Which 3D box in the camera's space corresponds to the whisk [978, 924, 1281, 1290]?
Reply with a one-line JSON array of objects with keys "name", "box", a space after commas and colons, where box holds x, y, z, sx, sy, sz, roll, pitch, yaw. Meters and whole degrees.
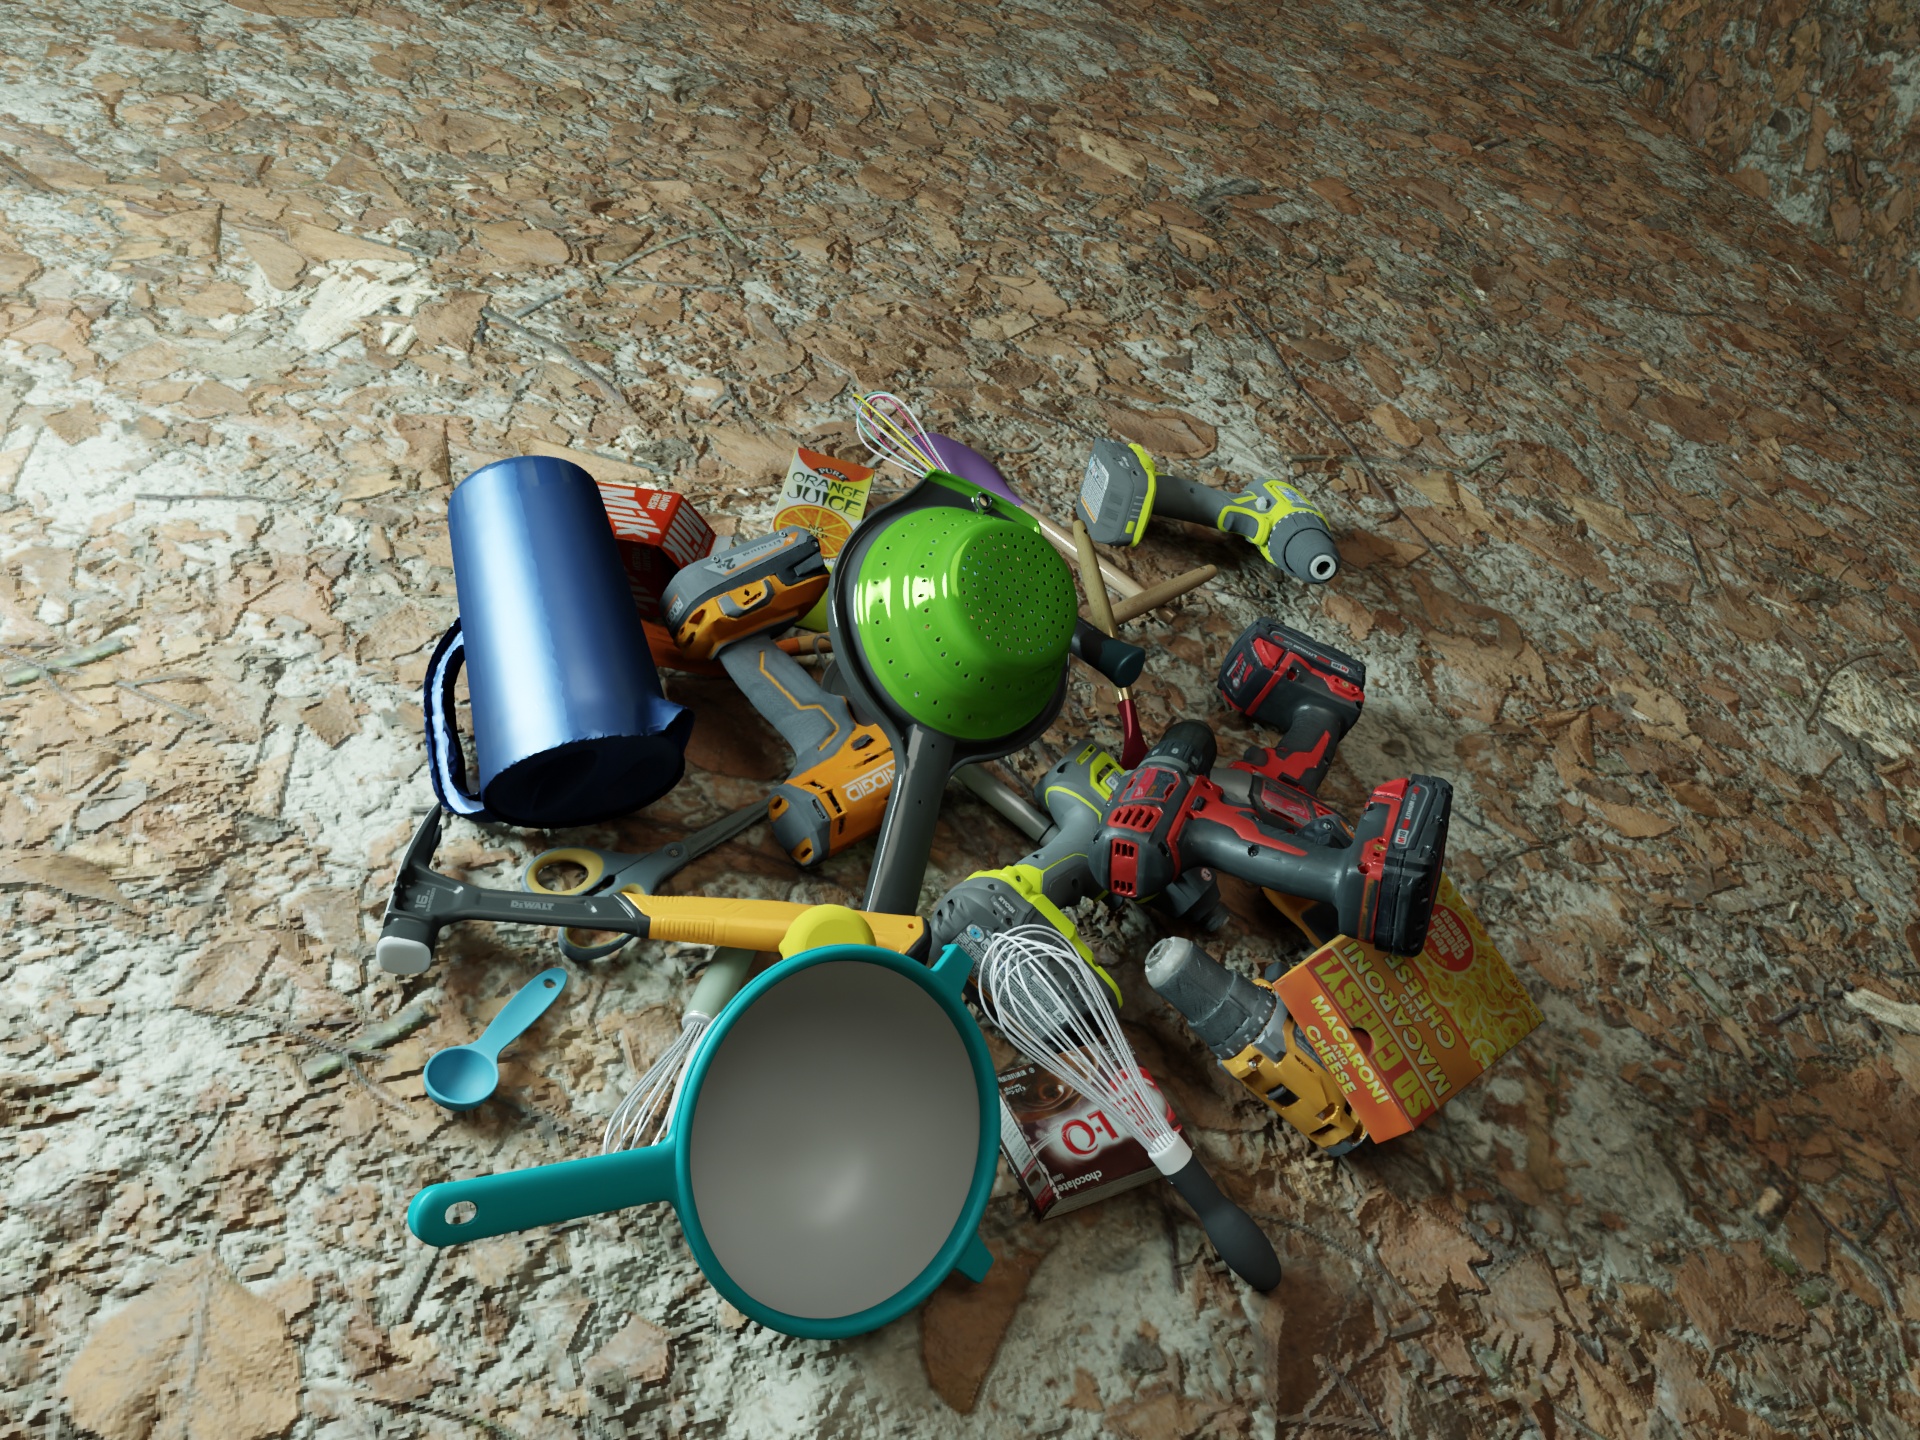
[{"name": "whisk", "box": [0.108, 0.238, 0.967, 0.284, 0.070, 0.070, 52, 44, -8]}]

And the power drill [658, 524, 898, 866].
[{"name": "power drill", "box": [-0.101, -0.024, 1.160, 0.164, 0.084, 0.226, -26, 81, -33]}]

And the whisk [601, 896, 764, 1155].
[{"name": "whisk", "box": [-0.164, 0.196, 0.982, 0.057, 0.059, 0.246, 51, 32, -22]}]

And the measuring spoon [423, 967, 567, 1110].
[{"name": "measuring spoon", "box": [-0.277, 0.193, 0.962, 0.042, 0.021, 0.129, 27, 33, 7]}]

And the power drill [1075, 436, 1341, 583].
[{"name": "power drill", "box": [0.235, -0.189, 1.482, 0.228, 0.080, 0.191, 10, 23, -11]}]

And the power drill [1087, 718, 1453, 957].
[{"name": "power drill", "box": [0.216, 0.068, 1.096, 0.227, 0.080, 0.188, 10, 32, 20]}]

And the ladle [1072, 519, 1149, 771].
[{"name": "ladle", "box": [0.129, -0.037, 1.302, 0.069, 0.031, 0.316, 12, 53, -36]}]

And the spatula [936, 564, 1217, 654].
[{"name": "spatula", "box": [0.113, -0.089, 1.370, 0.317, 0.044, 0.082, -26, 39, -33]}]

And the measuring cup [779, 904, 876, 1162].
[{"name": "measuring cup", "box": [-0.082, 0.190, 0.970, 0.062, 0.029, 0.157, 6, 77, -14]}]

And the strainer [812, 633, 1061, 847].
[{"name": "strainer", "box": [-0.015, 0.025, 1.219, 0.258, 0.050, 0.087, 38, 65, 10]}]

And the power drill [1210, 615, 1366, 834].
[{"name": "power drill", "box": [0.254, 0.022, 1.299, 0.143, 0.078, 0.220, 25, 45, -3]}]

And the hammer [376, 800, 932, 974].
[{"name": "hammer", "box": [-0.185, 0.121, 1.013, 0.336, 0.034, 0.127, 7, 37, -9]}]

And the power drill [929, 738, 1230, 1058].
[{"name": "power drill", "box": [0.092, 0.128, 1.120, 0.171, 0.080, 0.223, 44, 42, 4]}]

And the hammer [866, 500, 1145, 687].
[{"name": "hammer", "box": [0.035, -0.111, 1.315, 0.128, 0.033, 0.331, -14, 35, -35]}]

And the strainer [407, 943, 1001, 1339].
[{"name": "strainer", "box": [-0.138, 0.234, 0.867, 0.340, 0.095, 0.211, -1, 85, -35]}]

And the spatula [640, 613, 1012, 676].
[{"name": "spatula", "box": [-0.106, -0.069, 1.261, 0.322, 0.041, 0.081, -9, 32, -19]}]

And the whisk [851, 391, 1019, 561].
[{"name": "whisk", "box": [-0.017, -0.228, 1.482, 0.051, 0.047, 0.245, -34, 69, -29]}]

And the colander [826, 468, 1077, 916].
[{"name": "colander", "box": [-0.002, -0.004, 1.101, 0.204, 0.094, 0.397, 23, 66, -24]}]

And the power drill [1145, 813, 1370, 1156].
[{"name": "power drill", "box": [0.232, 0.165, 1.117, 0.185, 0.084, 0.226, 39, 45, -4]}]

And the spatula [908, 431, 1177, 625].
[{"name": "spatula", "box": [0.078, -0.184, 1.487, 0.316, 0.018, 0.060, 39, 43, 21]}]
